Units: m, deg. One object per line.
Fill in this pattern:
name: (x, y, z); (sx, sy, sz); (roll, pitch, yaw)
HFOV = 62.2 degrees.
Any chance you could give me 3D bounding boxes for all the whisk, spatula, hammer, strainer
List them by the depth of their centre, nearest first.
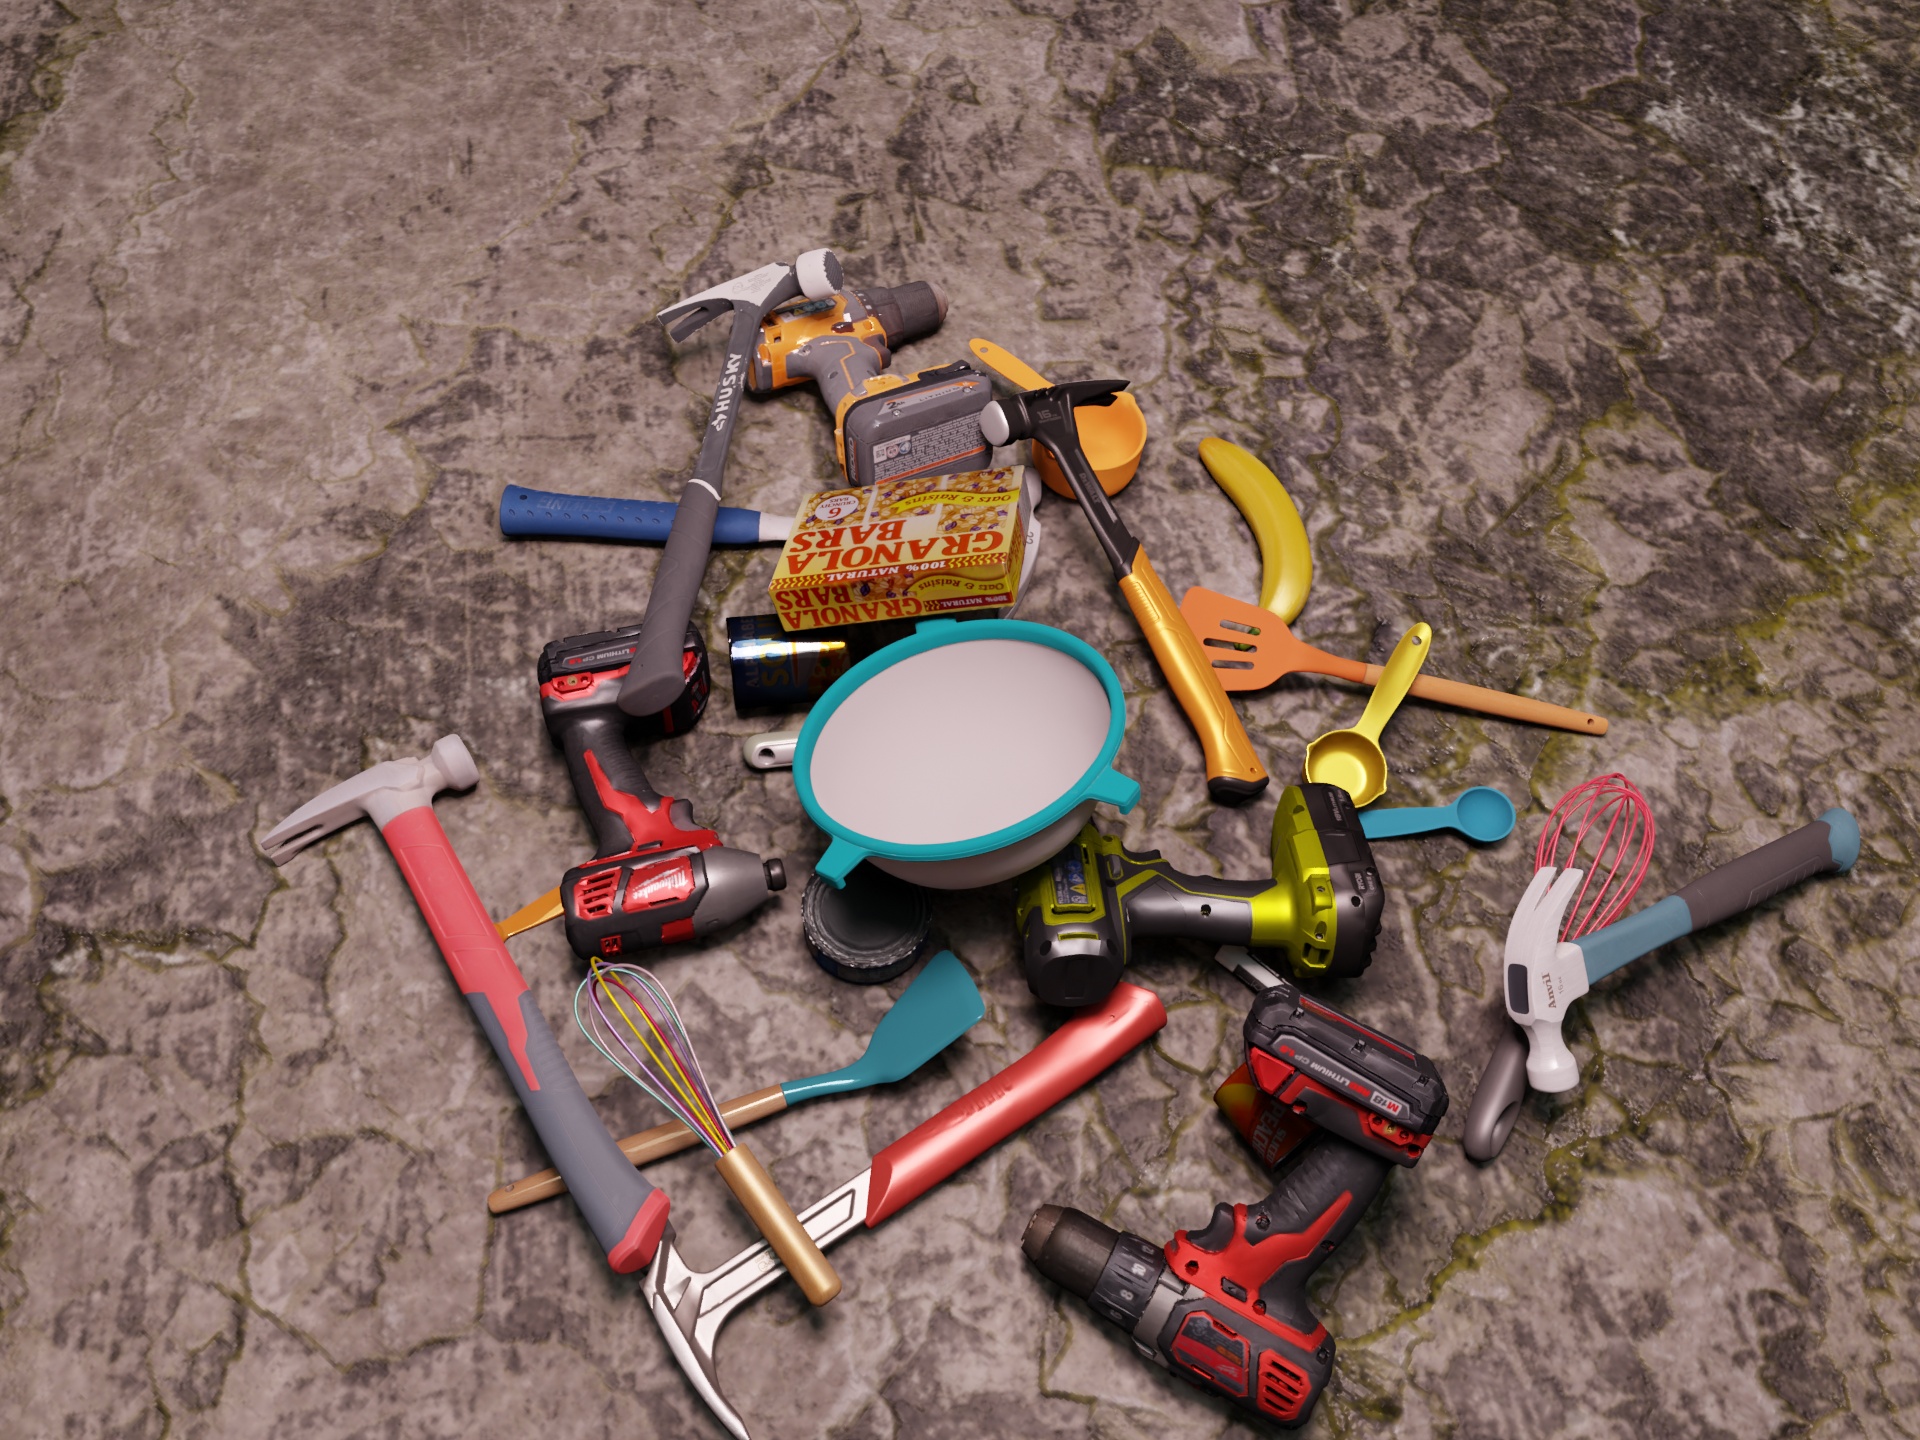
whisk: (-0.149, 0.236, 0.927); (0.051, 0.047, 0.245); (-29, 71, -32)
hammer: (-0.018, 0.274, 0.964); (0.359, 0.036, 0.149); (-29, 65, -19)
spatula: (-0.136, 0.230, 0.977); (0.317, 0.044, 0.082); (-19, 27, -11)
hammer: (-0.299, 0.177, 0.981); (0.143, 0.038, 0.387); (-29, 60, -17)
hammer: (0.482, 0.125, 1.048); (0.331, 0.033, 0.128); (-17, 97, -27)
whisk: (0.390, 0.157, 1.049); (0.073, 0.073, 0.296); (26, 66, 11)
strainer: (-0.002, -0.003, 1.060); (0.211, 0.095, 0.341); (-15, 39, 3)
whisk: (-0.030, 0.011, 1.115); (0.246, 0.057, 0.059); (-6, 25, -2)
hammer: (-0.184, -0.177, 1.130); (0.149, 0.036, 0.409); (-8, 53, 23)
hammer: (0.137, -0.097, 1.151); (0.127, 0.034, 0.337); (-19, 76, -32)
spatula: (0.315, -0.029, 1.167); (0.322, 0.041, 0.081); (12, 84, -4)
hammer: (-0.141, -0.141, 1.203); (0.405, 0.035, 0.144); (3, 59, -2)

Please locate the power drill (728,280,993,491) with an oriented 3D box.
power drill: (-0.055, -0.272, 1.243); (0.185, 0.084, 0.226); (-22, 46, -21)

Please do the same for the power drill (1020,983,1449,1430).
power drill: (0.156, 0.267, 0.913); (0.188, 0.080, 0.226); (27, 95, 13)

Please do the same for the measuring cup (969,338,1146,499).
measuring cup: (0.070, -0.241, 1.268); (0.174, 0.052, 0.095); (41, 65, 21)

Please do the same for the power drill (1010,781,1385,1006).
power drill: (0.145, 0.096, 1.047); (0.228, 0.080, 0.191); (0, 41, -4)

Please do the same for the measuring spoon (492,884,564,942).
measuring spoon: (-0.267, 0.118, 1.054); (0.117, 0.011, 0.021); (-28, 65, -19)

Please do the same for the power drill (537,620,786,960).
power drill: (-0.203, 0.046, 1.061); (0.143, 0.078, 0.220); (-11, 61, -10)

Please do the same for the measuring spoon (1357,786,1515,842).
measuring spoon: (0.324, 0.073, 1.120); (0.128, 0.021, 0.042); (-6, 61, 3)

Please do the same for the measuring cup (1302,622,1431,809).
measuring cup: (0.295, -0.003, 1.135); (0.062, 0.029, 0.156); (30, 74, 8)
